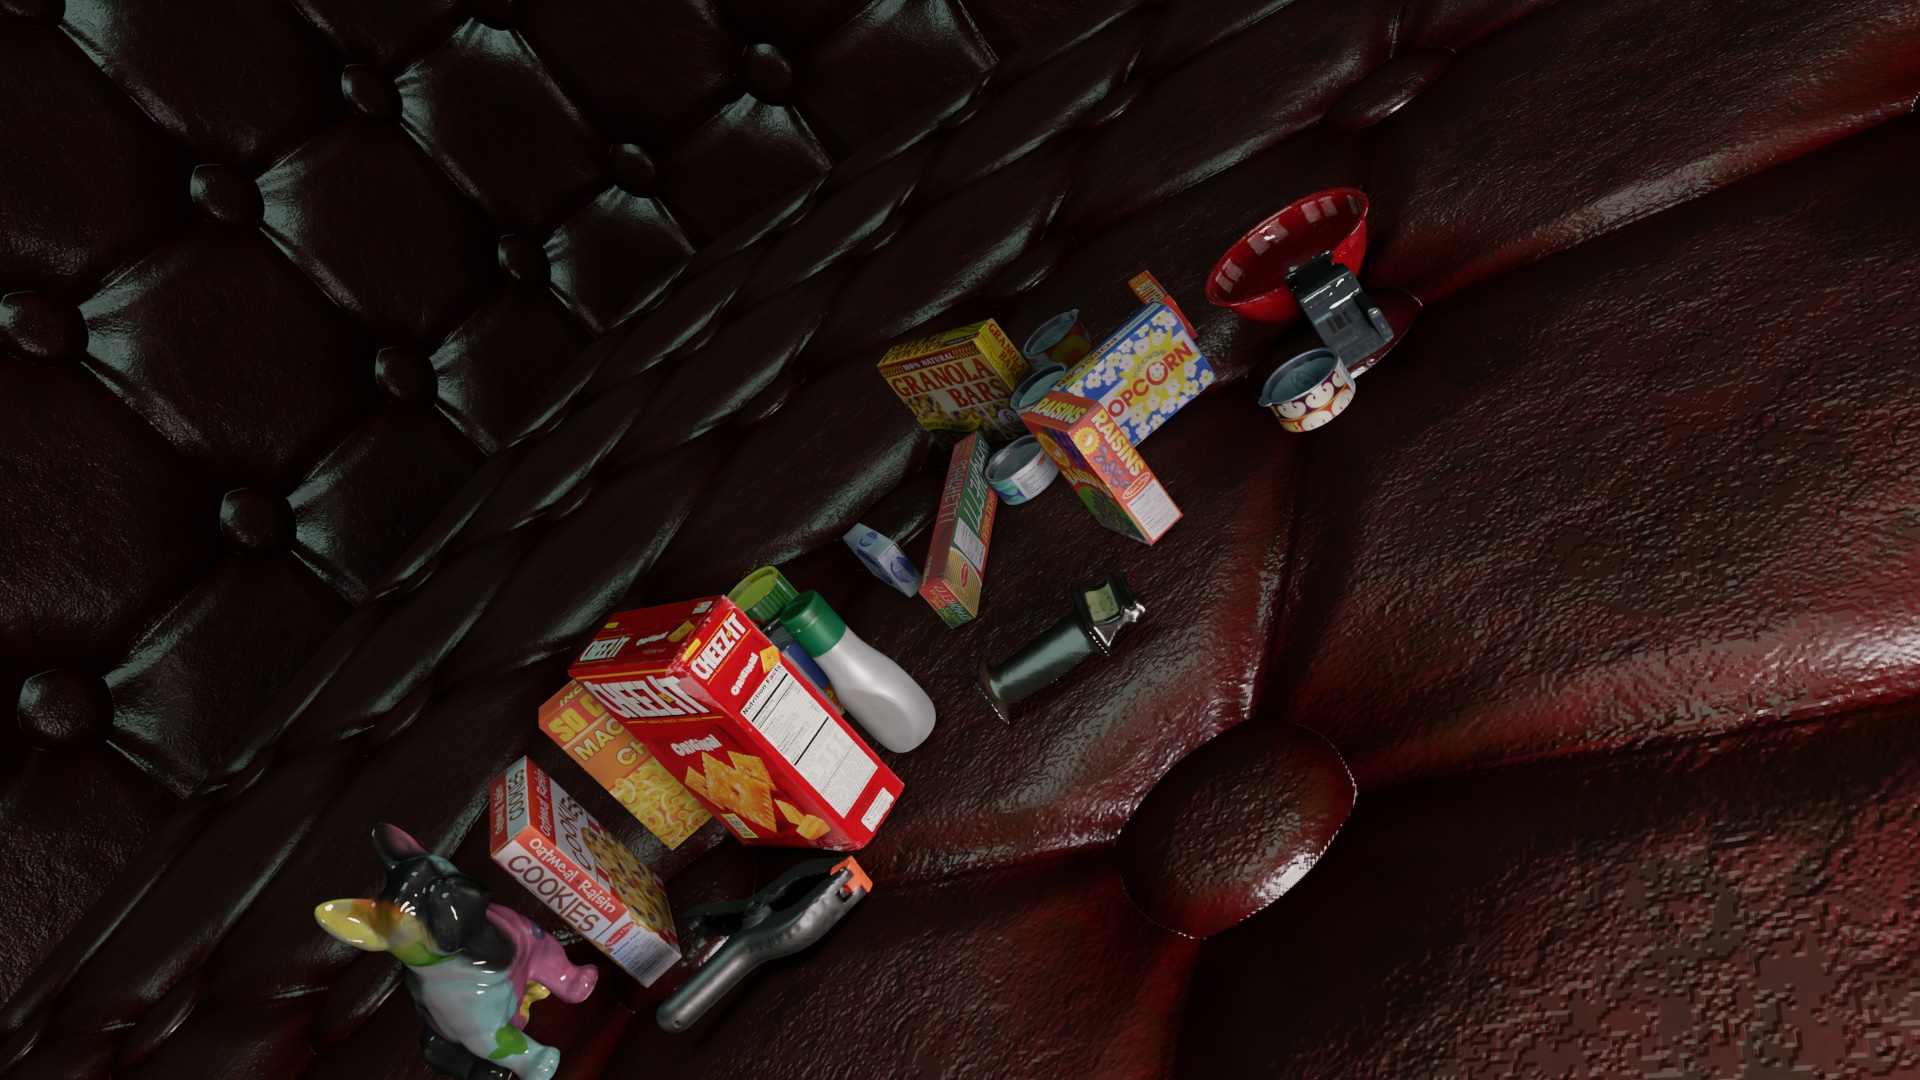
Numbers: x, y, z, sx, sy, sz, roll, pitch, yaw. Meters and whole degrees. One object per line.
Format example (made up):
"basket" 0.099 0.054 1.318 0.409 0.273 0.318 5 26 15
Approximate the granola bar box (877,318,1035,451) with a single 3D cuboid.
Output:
"granola bar box" 0.006 -0.156 1.425 0.165 0.124 0.039 -6 41 52

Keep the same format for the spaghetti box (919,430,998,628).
"spaghetti box" 0.005 -0.016 1.275 0.028 0.050 0.251 -28 26 25

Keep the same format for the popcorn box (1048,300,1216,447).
"popcorn box" 0.153 -0.140 1.236 0.127 0.085 0.038 -40 24 -1

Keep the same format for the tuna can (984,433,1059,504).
"tuna can" 0.057 -0.067 1.309 0.071 0.032 0.071 -32 25 17

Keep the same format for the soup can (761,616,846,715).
"soup can" -0.133 0.109 1.212 0.071 0.083 0.072 -32 25 17

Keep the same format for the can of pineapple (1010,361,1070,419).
"can of pineapple" 0.092 -0.130 1.338 0.071 0.057 0.071 -32 25 17

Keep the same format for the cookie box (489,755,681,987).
"cookie box" -0.296 0.257 1.085 0.040 0.167 0.123 -41 24 -4

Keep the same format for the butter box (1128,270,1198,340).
"butter box" 0.198 -0.227 1.363 0.024 0.053 0.104 -35 24 10

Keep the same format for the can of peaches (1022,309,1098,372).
"can of peaches" 0.109 -0.192 1.422 0.071 0.058 0.071 -32 25 17

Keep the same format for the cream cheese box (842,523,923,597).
"cream cheese box" -0.072 0.018 1.322 0.024 0.053 0.104 -44 24 -10

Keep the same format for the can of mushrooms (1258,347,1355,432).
"can of mushrooms" 0.271 -0.117 1.089 0.071 0.033 0.071 -32 25 17

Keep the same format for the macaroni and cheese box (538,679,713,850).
"macaroni and cheese box" -0.256 0.166 1.187 0.124 0.166 0.040 -41 24 -2

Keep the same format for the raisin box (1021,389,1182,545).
"raisin box" 0.112 -0.060 1.106 0.040 0.123 0.086 -43 24 -8

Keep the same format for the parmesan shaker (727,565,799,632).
"parmesan shaker" -0.161 0.082 1.276 0.071 0.103 0.071 -32 25 17

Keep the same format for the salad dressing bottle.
"salad dressing bottle" -0.079 0.101 1.072 0.064 0.147 0.044 -16 33 42
